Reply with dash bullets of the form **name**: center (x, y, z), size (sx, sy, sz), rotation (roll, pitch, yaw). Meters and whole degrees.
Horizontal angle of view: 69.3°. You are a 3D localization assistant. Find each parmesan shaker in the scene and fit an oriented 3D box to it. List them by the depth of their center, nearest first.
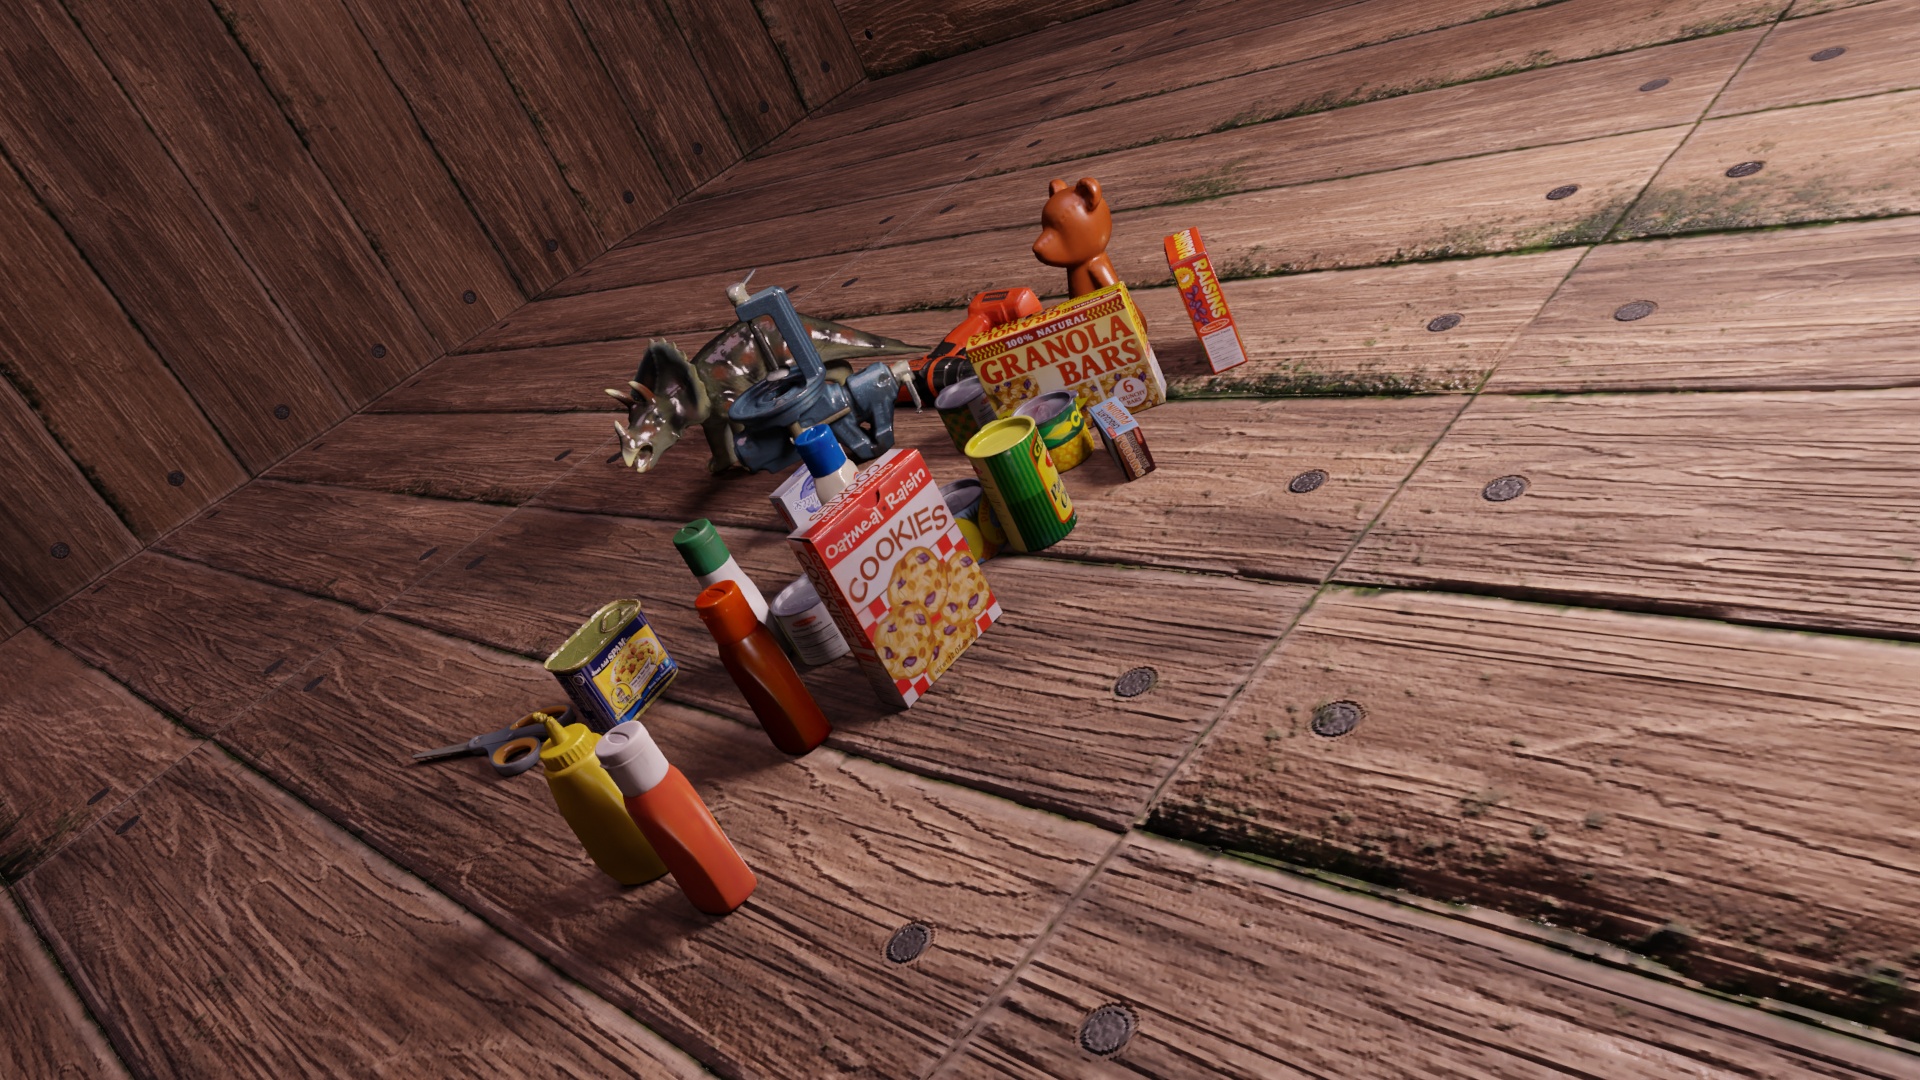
- **parmesan shaker**: center (0.054, -0.051, 1.224), size (0.071, 0.102, 0.071), rotation (-22, 26, 11)

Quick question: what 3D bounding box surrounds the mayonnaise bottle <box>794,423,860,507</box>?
- **mayonnaise bottle**: center (-0.106, -0.039, 1.302), size (0.041, 0.147, 0.065), rotation (-20, 26, 16)

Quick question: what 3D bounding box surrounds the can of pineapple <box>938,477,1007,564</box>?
- **can of pineapple**: center (0.004, -0.016, 1.259), size (0.071, 0.057, 0.071), rotation (-22, 26, 11)

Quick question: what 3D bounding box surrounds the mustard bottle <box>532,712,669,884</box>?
- **mustard bottle**: center (-0.267, 0.184, 1.028), size (0.065, 0.159, 0.049), rotation (-21, 26, 14)

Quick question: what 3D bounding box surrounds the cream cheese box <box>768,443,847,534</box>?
- **cream cheese box**: center (-0.156, -0.055, 1.489), size (0.024, 0.053, 0.104), rotation (-2, 36, 43)

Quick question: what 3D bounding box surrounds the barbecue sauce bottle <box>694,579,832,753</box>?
- **barbecue sauce bottle**: center (-0.158, 0.100, 1.094), size (0.044, 0.148, 0.065), rotation (-42, 29, -28)

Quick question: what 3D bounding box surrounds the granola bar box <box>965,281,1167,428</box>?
- **granola bar box**: center (0.105, -0.169, 1.372), size (0.165, 0.123, 0.039), rotation (-18, 27, 19)

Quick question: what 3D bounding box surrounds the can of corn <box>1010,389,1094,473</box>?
- **can of corn**: center (0.091, -0.105, 1.342), size (0.071, 0.058, 0.071), rotation (-22, 26, 11)

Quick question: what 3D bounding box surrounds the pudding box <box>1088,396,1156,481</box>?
- **pudding box**: center (0.148, -0.094, 1.278), size (0.030, 0.049, 0.084), rotation (-26, 26, 2)

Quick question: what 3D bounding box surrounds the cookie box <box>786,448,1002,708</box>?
- **cookie box**: center (-0.048, 0.029, 1.100), size (0.040, 0.167, 0.123), rotation (5, 40, 49)

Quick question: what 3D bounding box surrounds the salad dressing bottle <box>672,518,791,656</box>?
- **salad dressing bottle**: center (-0.203, 0.050, 1.231), size (0.044, 0.147, 0.064), rotation (-40, 28, -24)

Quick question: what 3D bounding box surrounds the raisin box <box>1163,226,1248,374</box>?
- **raisin box**: center (0.241, -0.238, 1.372), size (0.040, 0.123, 0.086), rotation (-20, 26, 15)

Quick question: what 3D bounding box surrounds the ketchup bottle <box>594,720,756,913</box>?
- **ketchup bottle**: center (-0.200, 0.192, 0.962), size (0.064, 0.148, 0.044), rotation (4, 39, 48)

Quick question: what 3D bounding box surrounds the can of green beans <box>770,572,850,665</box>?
- **can of green beans**: center (-0.125, 0.068, 1.226), size (0.071, 0.057, 0.071), rotation (-22, 26, 11)

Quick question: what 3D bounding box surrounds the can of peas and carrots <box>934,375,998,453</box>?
- **can of peas and carrots**: center (0.013, -0.133, 1.469), size (0.071, 0.058, 0.071), rotation (-22, 26, 11)
